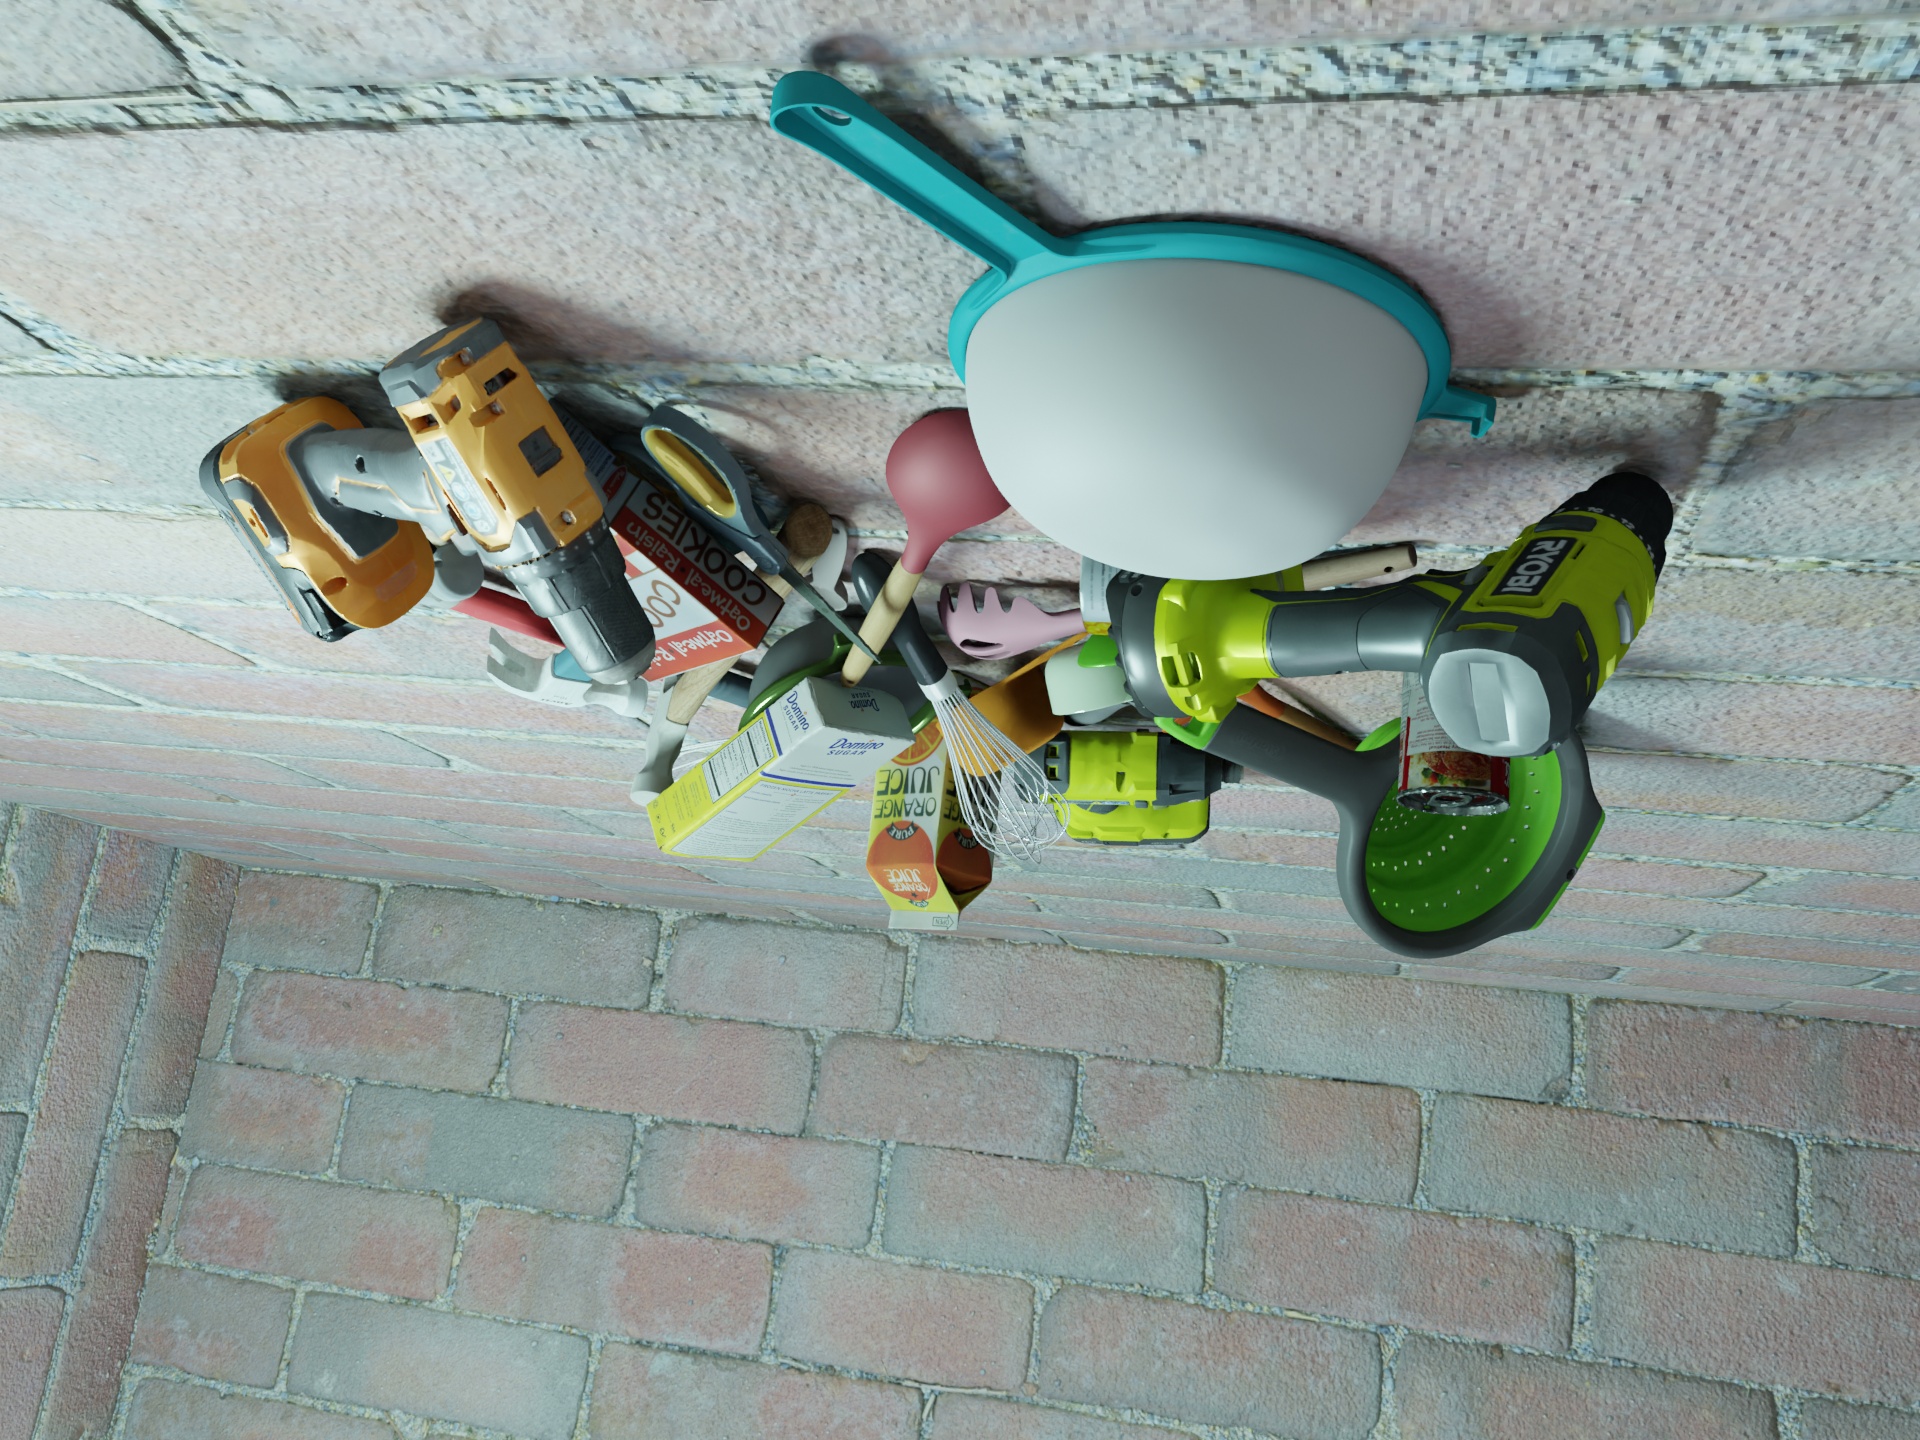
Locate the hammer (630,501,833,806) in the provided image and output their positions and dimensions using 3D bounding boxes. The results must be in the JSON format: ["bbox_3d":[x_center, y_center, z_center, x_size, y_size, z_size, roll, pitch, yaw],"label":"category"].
[{"bbox_3d":[-0.151,-0.053,1.033,0.031,0.130,0.331,18,152,-19],"label":"hammer"}]

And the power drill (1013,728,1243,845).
[{"bbox_3d":[0.141,0.052,1.288,0.171,0.080,0.223,1,170,9],"label":"power drill"}]

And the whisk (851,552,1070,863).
[{"bbox_3d":[-0.001,-0.004,1.051,0.070,0.070,0.284,-2,136,32],"label":"whisk"}]

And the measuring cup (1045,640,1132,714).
[{"bbox_3d":[0.130,-0.046,0.988,0.167,0.038,0.083,-19,-173,-13],"label":"measuring cup"}]

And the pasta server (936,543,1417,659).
[{"bbox_3d":[0.116,-0.075,0.946,0.316,0.040,0.060,-9,150,35],"label":"pasta server"}]

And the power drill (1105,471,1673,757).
[{"bbox_3d":[0.203,-0.060,0.740,0.229,0.190,0.080,4,124,40],"label":"power drill"}]

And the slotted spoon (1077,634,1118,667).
[{"bbox_3d":[0.222,-0.047,0.925,0.313,0.031,0.070,-1,-171,-10],"label":"slotted spoon"}]

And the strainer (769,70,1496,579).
[{"bbox_3d":[0.052,-0.128,0.624,0.211,0.095,0.340,-6,162,42],"label":"strainer"}]

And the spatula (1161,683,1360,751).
[{"bbox_3d":[0.244,0.005,1.163,0.081,0.041,0.322,-40,147,21],"label":"spatula"}]

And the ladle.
[{"bbox_3d":[-0.034,-0.080,0.898,0.069,0.031,0.315,15,157,-10],"label":"ladle"}]

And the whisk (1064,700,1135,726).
[{"bbox_3d":[0.116,-0.019,1.132,0.055,0.055,0.239,11,170,-13],"label":"whisk"}]

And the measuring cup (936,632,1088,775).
[{"bbox_3d":[0.053,-0.011,1.123,0.095,0.052,0.173,-25,174,-37],"label":"measuring cup"}]

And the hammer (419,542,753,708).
[{"bbox_3d":[-0.259,-0.049,1.212,0.143,0.038,0.386,-5,162,44],"label":"hammer"}]

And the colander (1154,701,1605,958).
[{"bbox_3d":[0.275,0.036,1.107,0.396,0.204,0.095,21,-167,-30],"label":"colander"}]

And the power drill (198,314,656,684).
[{"bbox_3d":[-0.263,-0.094,0.805,0.226,0.084,0.185,-4,124,39],"label":"power drill"}]

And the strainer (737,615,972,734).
[{"bbox_3d":[-0.130,-0.005,1.140,0.256,0.069,0.151,-30,152,25],"label":"strainer"}]

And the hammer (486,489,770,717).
[{"bbox_3d":[-0.209,-0.069,1.025,0.128,0.033,0.331,10,158,-31],"label":"hammer"}]

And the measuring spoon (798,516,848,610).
[{"bbox_3d":[-0.080,-0.100,0.978,0.034,0.018,0.124,19,159,-2],"label":"measuring spoon"}]

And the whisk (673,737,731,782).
[{"bbox_3d":[-0.151,0.016,1.253,0.246,0.059,0.057,-25,163,20],"label":"whisk"}]
